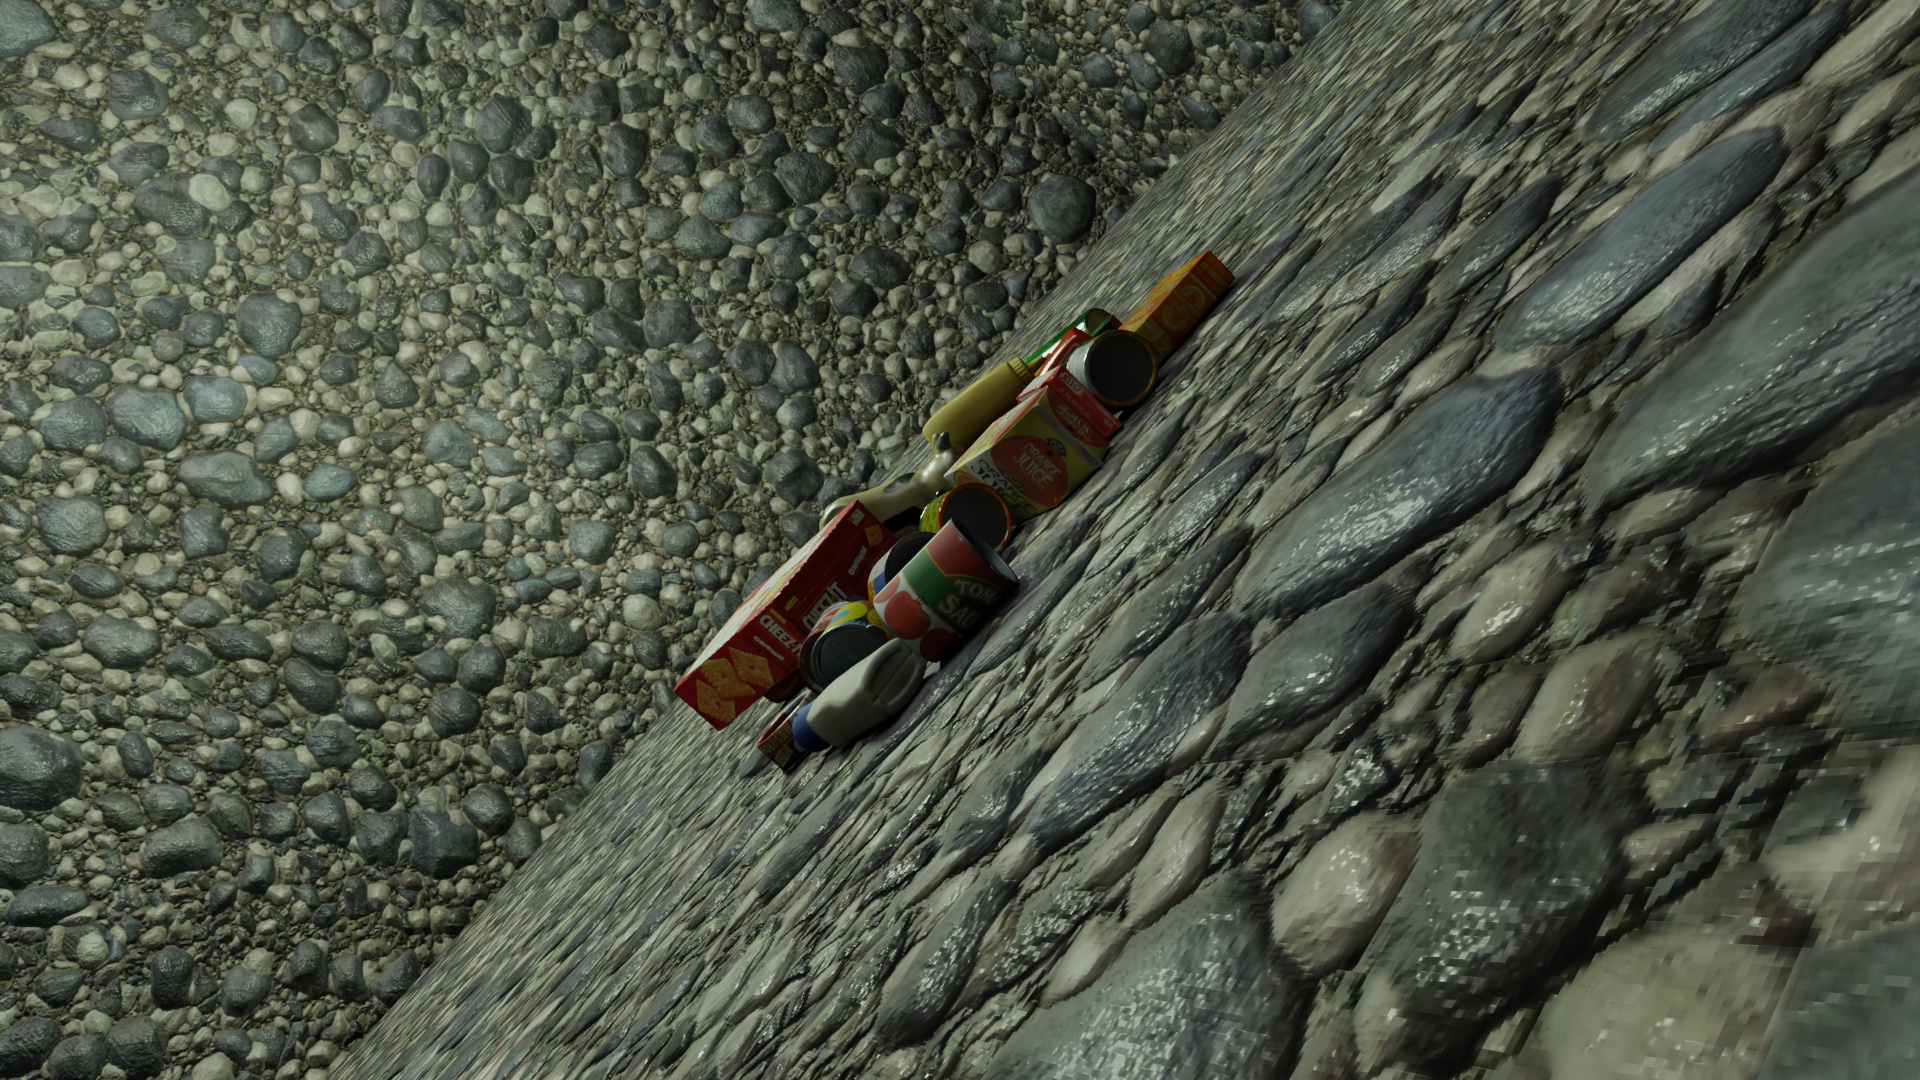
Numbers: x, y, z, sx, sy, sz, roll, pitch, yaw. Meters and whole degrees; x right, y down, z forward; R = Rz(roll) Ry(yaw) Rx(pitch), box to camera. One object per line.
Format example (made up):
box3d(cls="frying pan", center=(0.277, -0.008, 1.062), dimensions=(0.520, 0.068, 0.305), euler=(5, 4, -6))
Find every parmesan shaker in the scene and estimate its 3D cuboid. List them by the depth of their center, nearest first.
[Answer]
box3d(cls="parmesan shaker", center=(0.125, -0.193, 1.483), dimensions=(0.102, 0.071, 0.072), euler=(-35, 12, 41))

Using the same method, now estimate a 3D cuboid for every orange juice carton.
box3d(cls="orange juice carton", center=(0.058, -0.069, 1.151), dimensions=(0.073, 0.072, 0.192), euler=(-48, 7, -16))

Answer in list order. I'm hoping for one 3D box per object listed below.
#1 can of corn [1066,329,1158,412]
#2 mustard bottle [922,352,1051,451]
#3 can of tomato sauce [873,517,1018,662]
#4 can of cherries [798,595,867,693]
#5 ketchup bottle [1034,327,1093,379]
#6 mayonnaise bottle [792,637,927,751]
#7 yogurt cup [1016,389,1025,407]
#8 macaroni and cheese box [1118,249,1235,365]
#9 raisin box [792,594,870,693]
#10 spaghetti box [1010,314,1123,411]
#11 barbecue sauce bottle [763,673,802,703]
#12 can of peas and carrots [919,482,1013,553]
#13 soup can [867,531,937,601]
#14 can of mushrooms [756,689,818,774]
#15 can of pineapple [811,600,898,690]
box3d(cls="can of corn", center=(0.131, -0.143, 1.178), dimensions=(0.071, 0.071, 0.058), euler=(-47, 8, -7))
box3d(cls="mustard bottle", center=(0.035, -0.149, 1.470), dimensions=(0.160, 0.049, 0.065), euler=(-39, -16, 9))
box3d(cls="can of tomato sauce", center=(-0.010, 0.037, 0.984), dimensions=(0.083, 0.071, 0.071), euler=(-46, 7, 8))
box3d(cls="can of cherries", center=(-0.098, 0.090, 1.174), dimensions=(0.071, 0.071, 0.058), euler=(-43, 8, 25))
box3d(cls="ketchup bottle", center=(0.093, -0.136, 1.381), dimensions=(0.148, 0.064, 0.044), euler=(-53, 16, 18))
box3d(cls="mayonnaise bottle", center=(-0.080, 0.120, 1.021), dimensions=(0.065, 0.041, 0.147), euler=(-51, 8, -36))
box3d(cls="yogurt cup", center=(0.076, -0.101, 1.267), dimensions=(0.072, 0.072, 0.054), euler=(-37, 19, 52))
box3d(cls="macaroni and cheese box", center=(0.168, -0.184, 1.283), dimensions=(0.167, 0.040, 0.123), euler=(-48, 7, -10))
box3d(cls="raisin box", center=(-0.110, 0.093, 1.359), dimensions=(0.123, 0.040, 0.086), euler=(-49, 7, -14))
box3d(cls="spaghetti box", center=(0.084, -0.130, 1.434), dimensions=(0.249, 0.050, 0.029), euler=(-43, 9, 21))
box3d(cls="barbecue sauce bottle", center=(-0.184, 0.129, 1.568), dimensions=(0.064, 0.043, 0.149), euler=(-49, 5, 17))
box3d(cls="can of peas and carrots", center=(0.004, -0.015, 1.164), dimensions=(0.071, 0.071, 0.058), euler=(-48, 8, -17))
box3d(cls="soup can", center=(-0.035, 0.035, 1.134), dimensions=(0.071, 0.071, 0.083), euler=(-48, 3, -17))
box3d(cls="can of mushrooms", center=(-0.138, 0.160, 1.162), dimensions=(0.071, 0.033, 0.071), euler=(-44, 7, 7))
box3d(cls="can of pineapple", center=(-0.077, 0.086, 1.093), dimensions=(0.071, 0.071, 0.058), euler=(-44, 7, 18))
